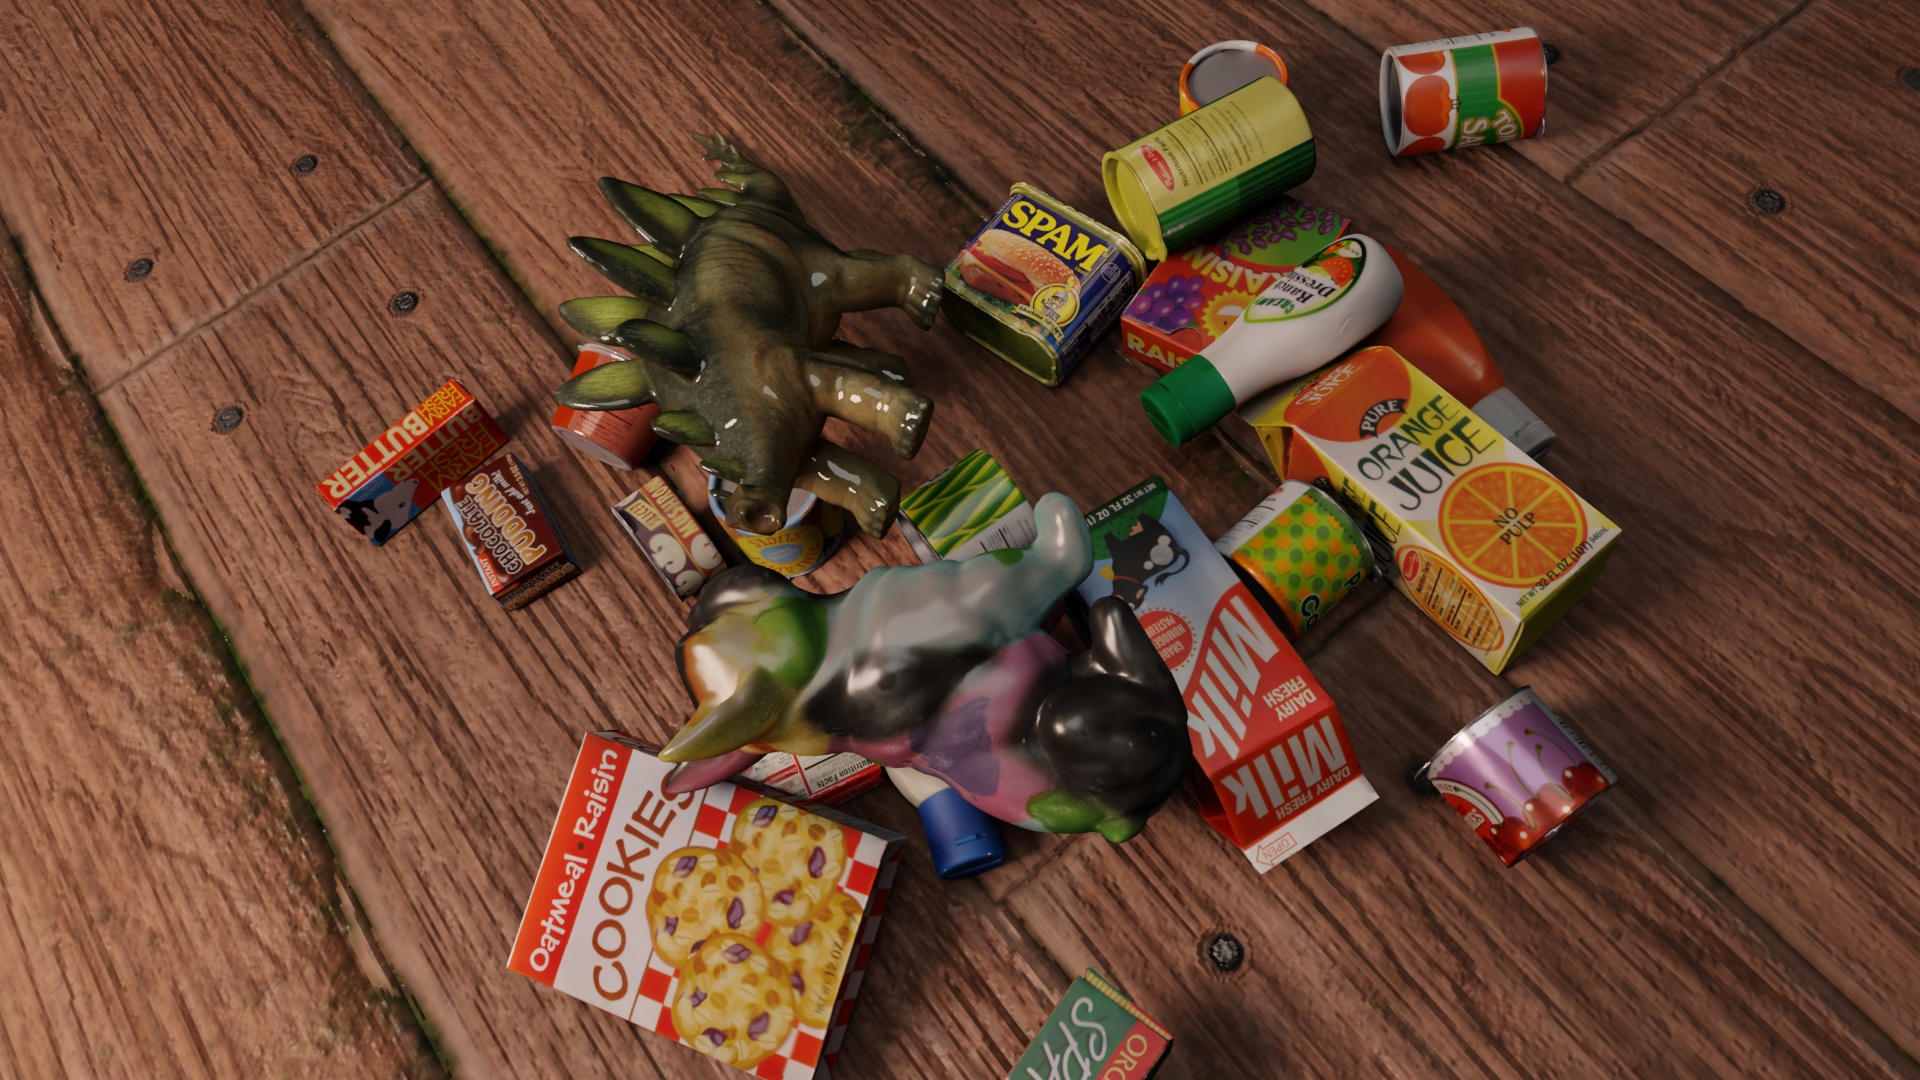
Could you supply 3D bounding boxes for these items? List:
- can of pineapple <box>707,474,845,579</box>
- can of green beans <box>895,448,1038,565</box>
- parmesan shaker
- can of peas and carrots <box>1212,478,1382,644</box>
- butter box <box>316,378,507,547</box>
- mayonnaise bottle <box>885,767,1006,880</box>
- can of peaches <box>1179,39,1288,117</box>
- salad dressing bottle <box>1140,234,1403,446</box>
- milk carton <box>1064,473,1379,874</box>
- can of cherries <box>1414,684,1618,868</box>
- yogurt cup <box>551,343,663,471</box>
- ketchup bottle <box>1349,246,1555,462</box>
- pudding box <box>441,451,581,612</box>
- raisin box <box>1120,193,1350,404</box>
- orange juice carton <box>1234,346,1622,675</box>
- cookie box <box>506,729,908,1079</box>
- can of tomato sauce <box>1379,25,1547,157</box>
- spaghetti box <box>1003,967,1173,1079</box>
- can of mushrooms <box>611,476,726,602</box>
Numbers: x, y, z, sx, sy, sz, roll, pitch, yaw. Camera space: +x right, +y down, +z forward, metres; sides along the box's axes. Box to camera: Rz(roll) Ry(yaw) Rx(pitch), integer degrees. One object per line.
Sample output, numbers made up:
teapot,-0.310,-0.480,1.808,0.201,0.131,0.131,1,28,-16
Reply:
can of pineapple,-0.103,-0.019,0.781,0.071,0.057,0.071,-3,63,7
can of green beans,0.004,-0.008,0.754,0.058,0.071,0.071,-35,64,-9
parmesan shaker,0.143,-0.210,0.792,0.103,0.071,0.071,-27,63,-6
can of peas and carrots,0.171,0.013,0.718,0.059,0.070,0.071,-39,64,-10
butter box,-0.327,-0.047,0.834,0.104,0.053,0.024,-43,67,-13
mayonnaise bottle,-0.015,0.099,0.718,0.065,0.041,0.148,-15,64,-6
can of peaches,0.170,-0.265,0.863,0.071,0.058,0.071,-4,62,7
salad dressing bottle,0.166,-0.106,0.746,0.148,0.044,0.064,-35,33,-4
milk carton,0.122,0.068,0.694,0.072,0.073,0.191,-30,63,-8
can of cherries,0.261,0.113,0.654,0.071,0.071,0.058,-34,65,-8
yogurt cup,-0.206,-0.077,0.825,0.072,0.072,0.054,22,77,19
ketchup bottle,0.264,-0.097,0.771,0.065,0.043,0.149,-33,63,-7
pudding box,-0.264,-0.005,0.816,0.050,0.030,0.084,-31,63,-6
raisin box,0.162,-0.149,0.817,0.086,0.040,0.124,29,72,20
orange juice carton,0.235,-0.029,0.725,0.072,0.072,0.193,-38,64,-10
cookie box,-0.124,0.177,0.679,0.167,0.040,0.123,16,85,16
can of tomato sauce,0.303,-0.269,0.841,0.083,0.071,0.071,-7,63,6
spaghetti box,0.000,0.296,0.576,0.050,0.028,0.251,32,72,23
can of mushrooms,-0.163,-0.002,0.775,0.033,0.070,0.071,-36,64,-11
